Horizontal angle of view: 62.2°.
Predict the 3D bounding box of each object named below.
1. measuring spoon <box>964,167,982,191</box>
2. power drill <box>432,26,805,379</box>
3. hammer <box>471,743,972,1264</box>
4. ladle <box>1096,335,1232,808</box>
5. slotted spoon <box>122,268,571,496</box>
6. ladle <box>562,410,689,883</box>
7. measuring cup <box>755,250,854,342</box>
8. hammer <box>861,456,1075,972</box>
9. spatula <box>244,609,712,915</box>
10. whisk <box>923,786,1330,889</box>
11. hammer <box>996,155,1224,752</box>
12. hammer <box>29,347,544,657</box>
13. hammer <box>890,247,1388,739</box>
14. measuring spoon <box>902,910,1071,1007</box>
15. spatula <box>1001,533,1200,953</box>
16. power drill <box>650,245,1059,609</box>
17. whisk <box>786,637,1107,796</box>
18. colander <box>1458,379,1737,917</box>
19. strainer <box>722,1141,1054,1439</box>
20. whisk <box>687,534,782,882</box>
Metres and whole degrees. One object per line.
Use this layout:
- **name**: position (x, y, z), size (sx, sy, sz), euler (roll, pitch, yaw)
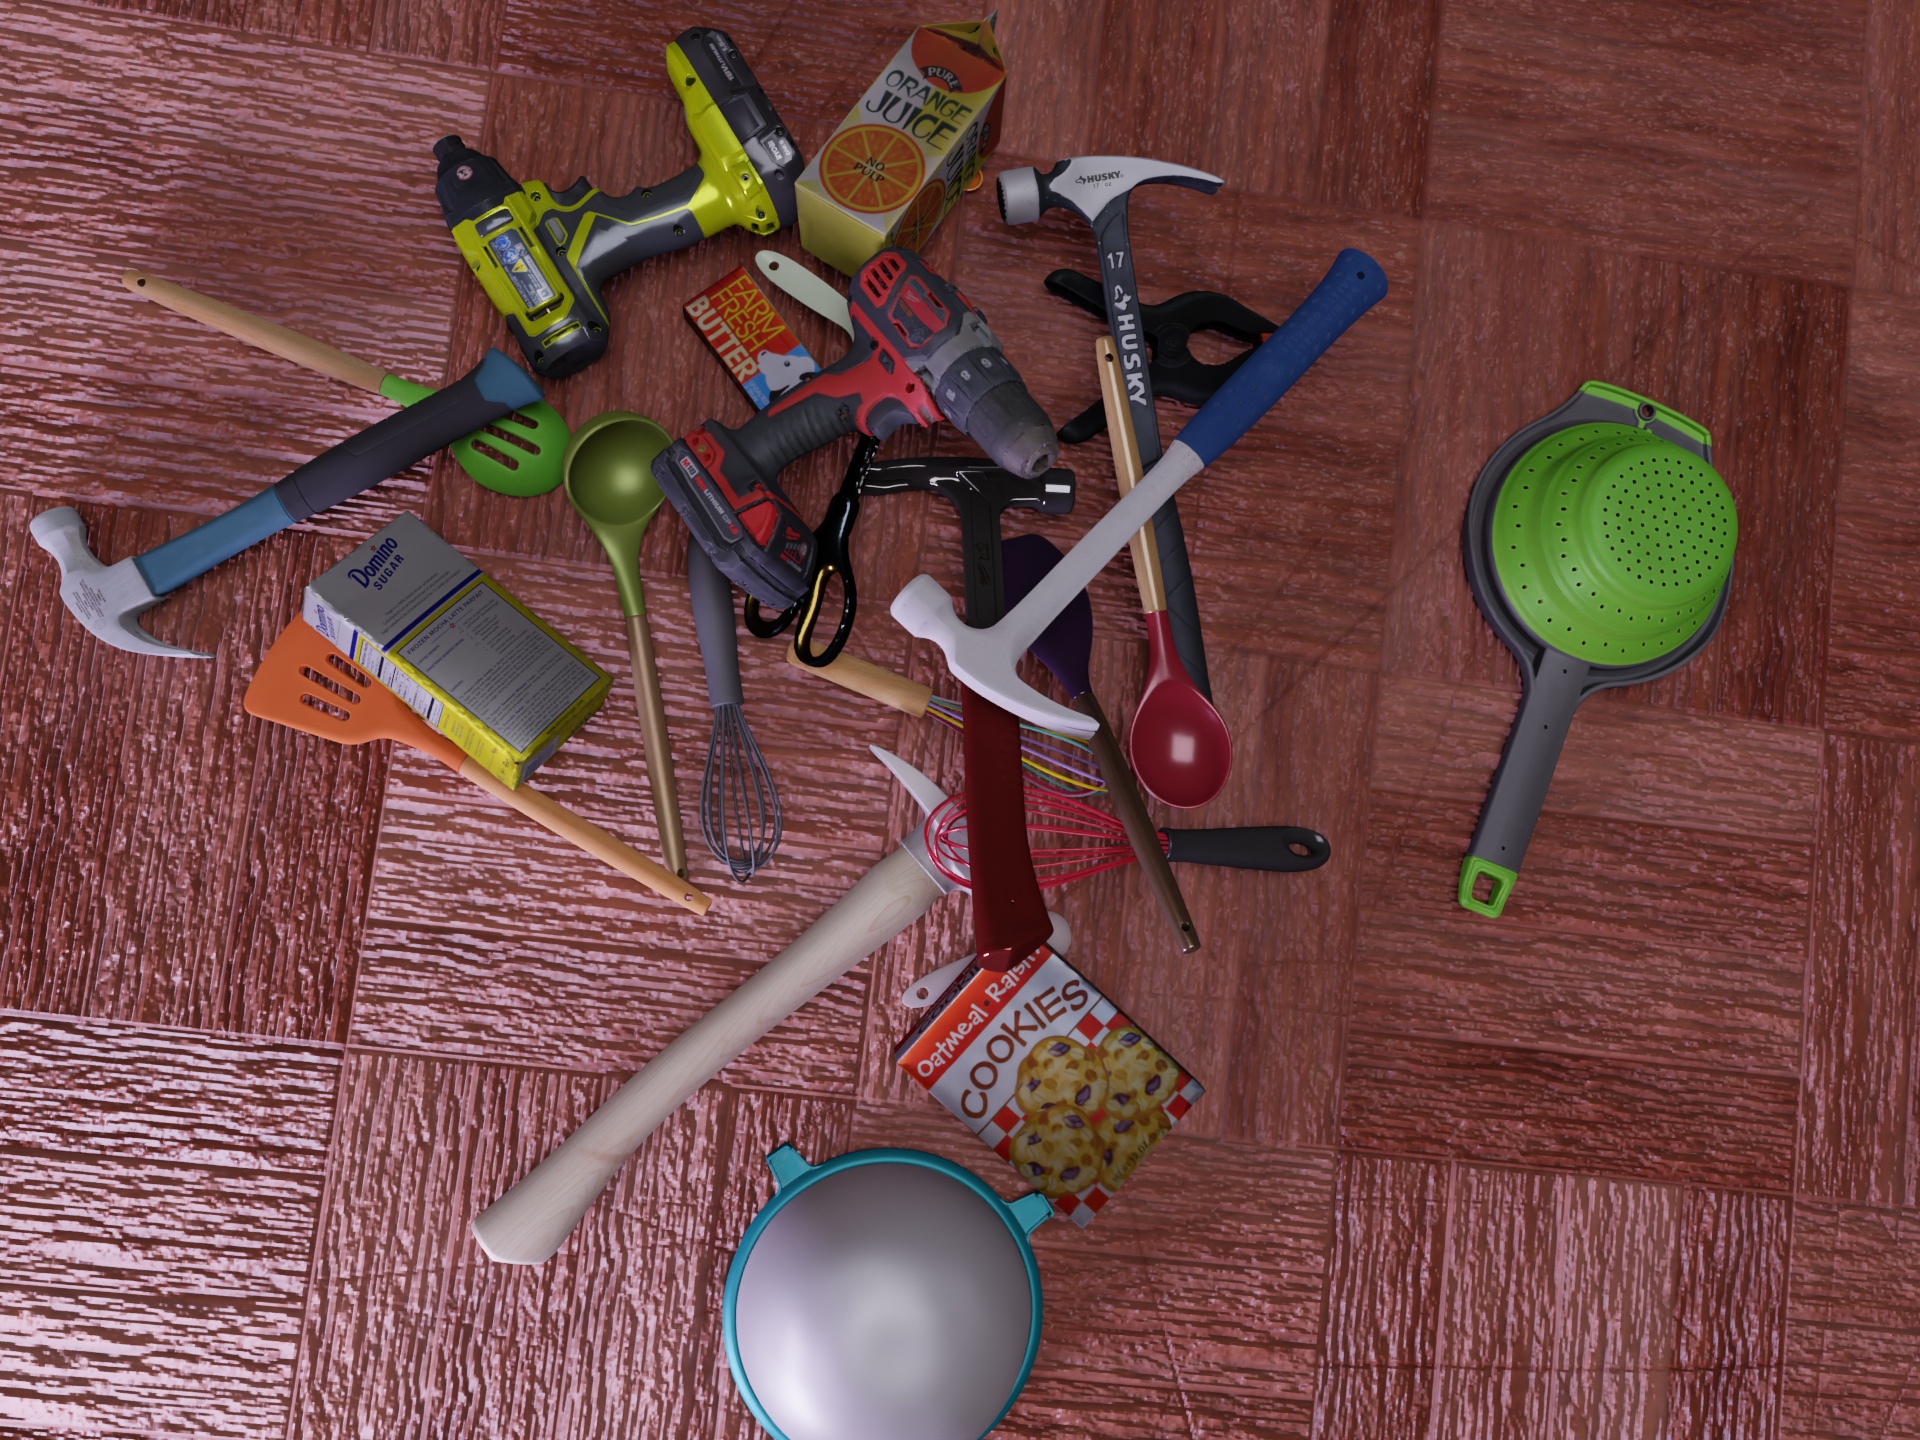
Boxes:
- **measuring spoon**: position (-0.035, -0.354, 1.115), size (0.117, 0.011, 0.021), euler (-33, 89, -4)
- **power drill**: position (-0.228, -0.355, 1.061), size (0.223, 0.080, 0.171), euler (-31, 89, -5)
- **hammer**: position (-0.155, 0.193, 1.041), size (0.410, 0.038, 0.146), euler (-41, 89, -7)
- **ladle**: position (0.123, -0.097, 1.052), size (0.069, 0.031, 0.315), euler (-11, 93, -6)
- **slotted spoon**: position (-0.407, -0.232, 1.056), size (0.313, 0.031, 0.070), euler (23, 86, -2)
- **ladle**: position (-0.205, -0.044, 1.047), size (0.078, 0.062, 0.320), euler (-9, 89, -31)
- **measuring cup**: position (-0.072, -0.266, 1.091), size (0.167, 0.038, 0.083), euler (36, 82, 6)
- **hammer**: position (0.009, -0.017, 1.005), size (0.149, 0.036, 0.359), euler (0, 61, -4)
- **spatula**: position (-0.303, 0.040, 1.031), size (0.322, 0.041, 0.081), euler (31, 82, 1)
- **whisk**: position (0.116, 0.081, 1.050), size (0.295, 0.073, 0.073), euler (4, 85, -20)
- **hammer**: position (0.131, -0.178, 1.077), size (0.149, 0.036, 0.409), euler (-10, 94, -2)
- **hammer**: position (-0.424, -0.148, 1.026), size (0.331, 0.033, 0.128), euler (-29, 90, 0)
- **hammer**: position (0.143, -0.159, 1.018), size (0.144, 0.035, 0.405), euler (43, 74, 5)
- **measuring spoon**: position (0.018, 0.164, 1.070), size (0.124, 0.018, 0.034), euler (-24, 88, -7)
- **spatula**: position (0.091, 0.006, 1.039), size (0.059, 0.018, 0.316), euler (-15, 65, -13)
- **power drill**: position (-0.063, -0.171, 1.005), size (0.226, 0.080, 0.188), euler (-40, 65, 6)
- **whisk**: position (-0.001, -0.004, 1.076), size (0.245, 0.051, 0.047), euler (22, 62, 0)
- **colander**: position (0.434, -0.053, 1.093), size (0.204, 0.094, 0.397), euler (22, 83, -4)
- **strainer**: position (-0.059, 0.447, 0.999), size (0.211, 0.095, 0.340), euler (12, 83, -5)
- **whisk**: position (-0.157, -0.012, 1.053), size (0.055, 0.055, 0.239), euler (-8, 82, -7)
